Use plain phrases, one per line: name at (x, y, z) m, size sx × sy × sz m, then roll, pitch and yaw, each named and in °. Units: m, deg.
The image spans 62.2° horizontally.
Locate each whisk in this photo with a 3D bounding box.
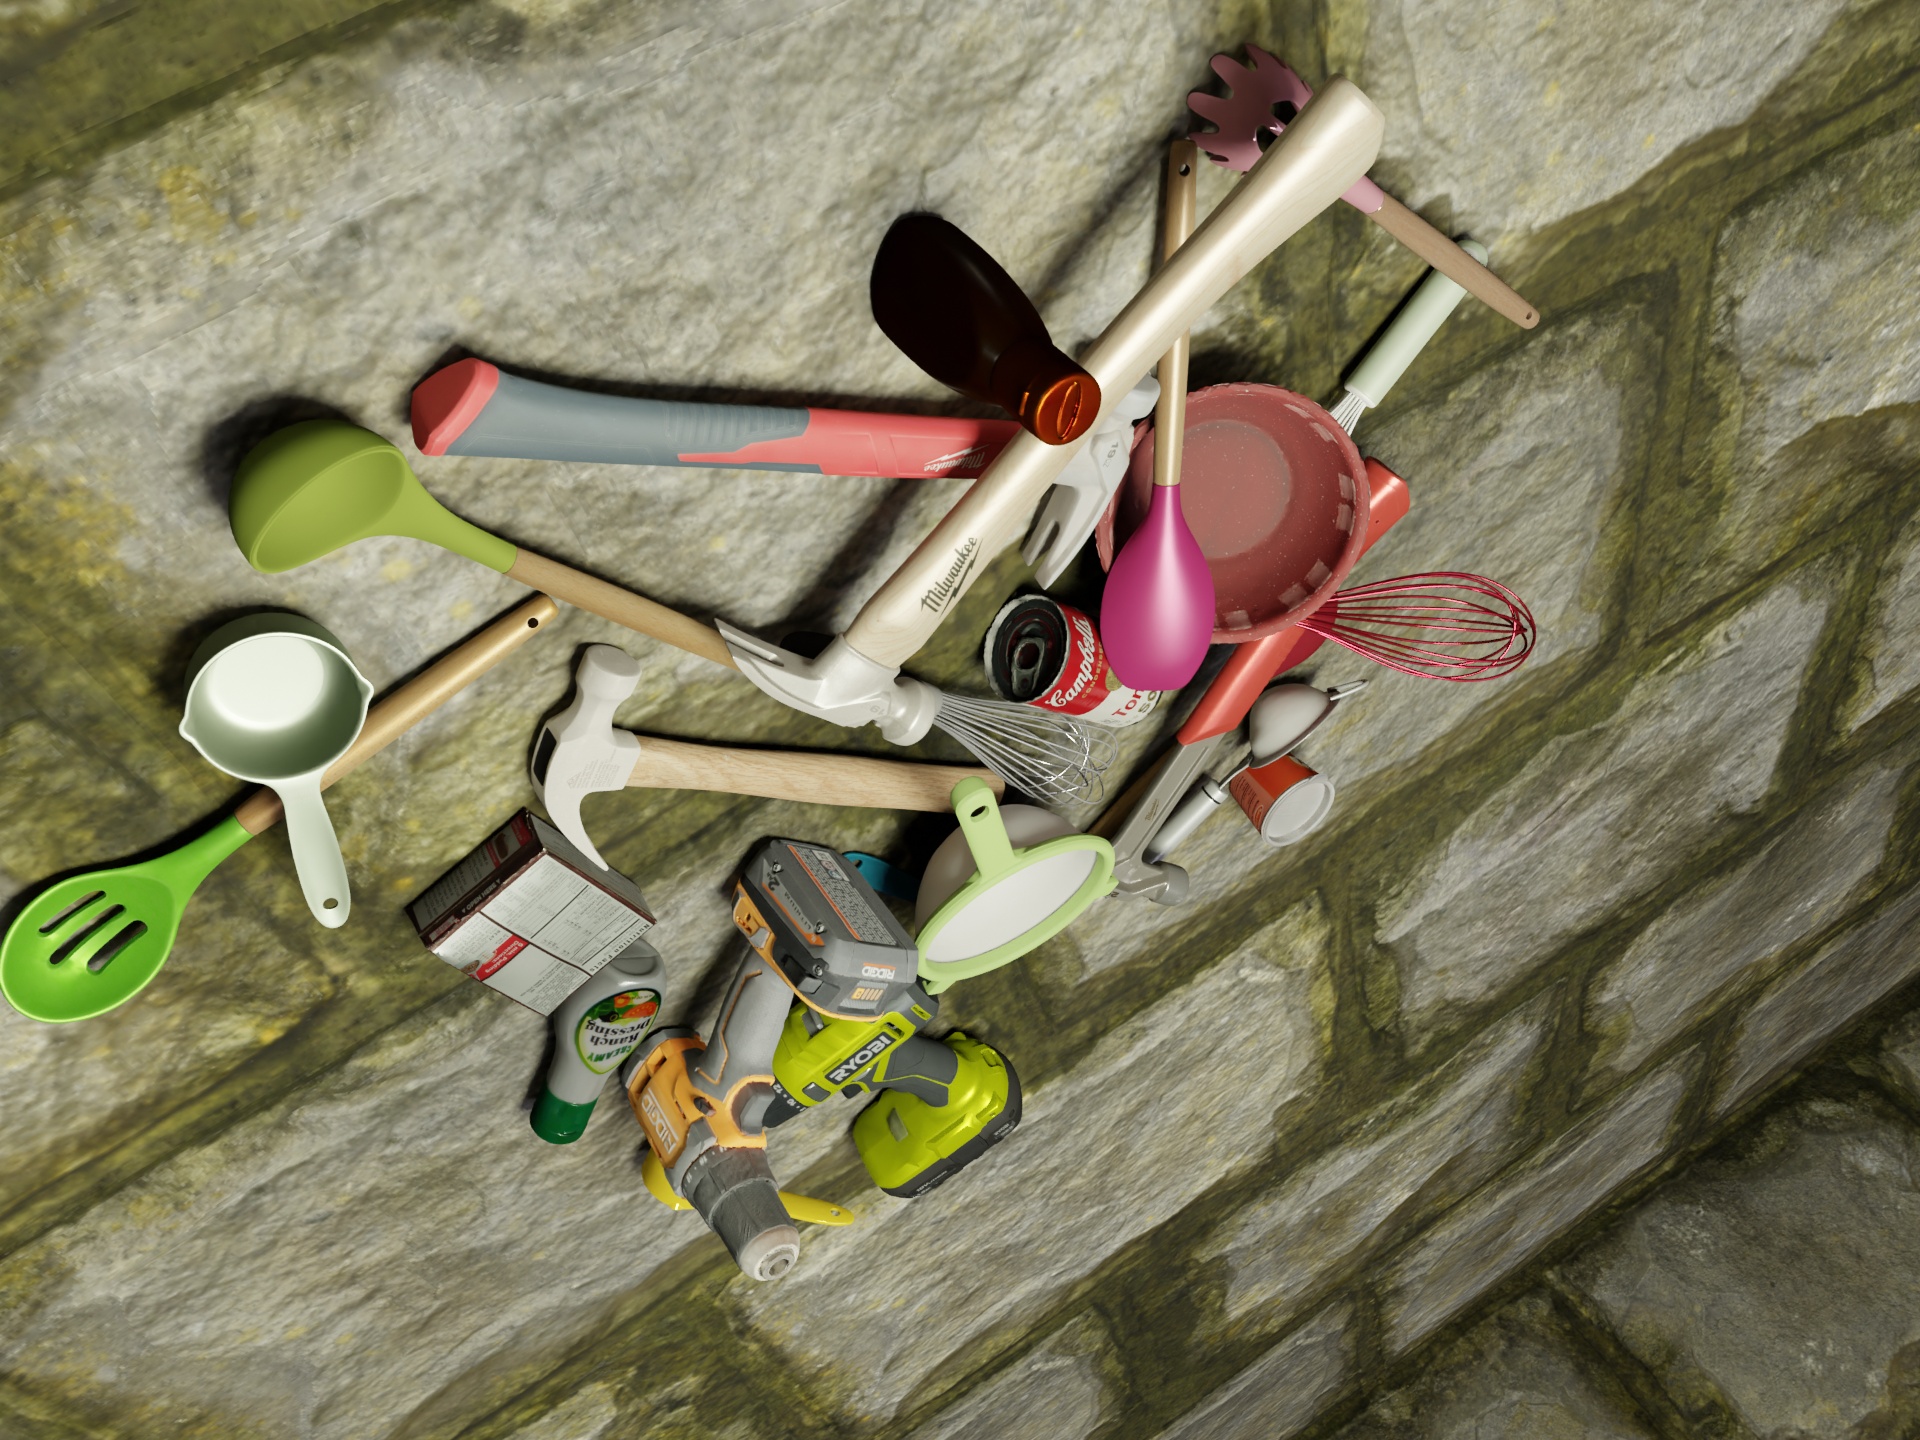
whisk at (0.227, -0.069, 1.017) m, size 0.295 × 0.073 × 0.073 m, roll 5°, pitch 128°, yaw -6°
whisk at (-0.001, -0.004, 0.981) m, size 0.284 × 0.070 × 0.070 m, roll 23°, pitch 111°, yaw -43°
whisk at (0.247, -0.199, 1.004) m, size 0.246 × 0.058 × 0.059 m, roll -52°, pitch 174°, yaw 10°

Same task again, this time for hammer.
hammer at (-0.079, -0.129, 0.803) m, size 0.386 × 0.038 × 0.143 m, roll -3°, pitch 137°, yaw -33°
hammer at (0.181, -0.024, 1.089) m, size 0.149 × 0.037 × 0.359 m, roll 19°, pitch 114°, yaw -31°
hammer at (0.047, -0.153, 0.800) m, size 0.410 × 0.038 × 0.146 m, roll -47°, pitch 139°, yaw 18°
hammer at (-0.101, 0.035, 0.952) m, size 0.331 × 0.031 × 0.130 m, roll 8°, pitch 121°, yaw -43°

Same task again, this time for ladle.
ladle at (-0.192, -0.060, 0.761) m, size 0.078 × 0.062 × 0.319 m, roll -42°, pitch 141°, yaw 21°
ladle at (0.163, 0.018, 1.152) m, size 0.315 × 0.031 × 0.069 m, roll -47°, pitch 141°, yaw 11°

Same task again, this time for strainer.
strainer at (0.013, 0.078, 0.998) m, size 0.151 × 0.069 × 0.256 m, roll -30°, pitch 152°, yaw -6°
strainer at (0.195, 0.046, 1.191) m, size 0.258 × 0.050 × 0.087 m, roll -47°, pitch -176°, yaw 17°

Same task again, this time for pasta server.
pasta server at (0.244, -0.287, 0.904) m, size 0.316 × 0.040 × 0.060 m, roll 15°, pitch 117°, yaw -42°

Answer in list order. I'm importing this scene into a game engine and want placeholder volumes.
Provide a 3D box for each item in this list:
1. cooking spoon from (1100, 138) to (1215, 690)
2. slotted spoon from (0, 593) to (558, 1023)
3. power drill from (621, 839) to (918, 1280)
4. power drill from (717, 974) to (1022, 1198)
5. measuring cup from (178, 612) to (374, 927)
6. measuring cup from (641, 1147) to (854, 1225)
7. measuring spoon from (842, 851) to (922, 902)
cooking spoon at (0.117, -0.159, 0.896) m, size 0.069 × 0.017 × 0.318 m, roll -1°, pitch 117°, yaw 0°
slotted spoon at (-0.327, 0.036, 0.778) m, size 0.314 × 0.031 × 0.070 m, roll -37°, pitch 126°, yaw -7°
power drill at (-0.116, 0.213, 0.990) m, size 0.084 × 0.186 × 0.226 m, roll 16°, pitch 113°, yaw -44°
power drill at (-0.070, 0.270, 1.165) m, size 0.190 × 0.080 × 0.228 m, roll -38°, pitch 139°, yaw 4°
measuring cup at (-0.315, 0.025, 0.752) m, size 0.083 × 0.038 × 0.167 m, roll -15°, pitch 126°, yaw -23°
measuring cup at (-0.147, 0.327, 1.128) m, size 0.156 × 0.062 × 0.029 m, roll 17°, pitch 115°, yaw -9°
measuring spoon at (-0.038, 0.109, 1.089) m, size 0.128 × 0.021 × 0.042 m, roll 29°, pitch 106°, yaw -39°
